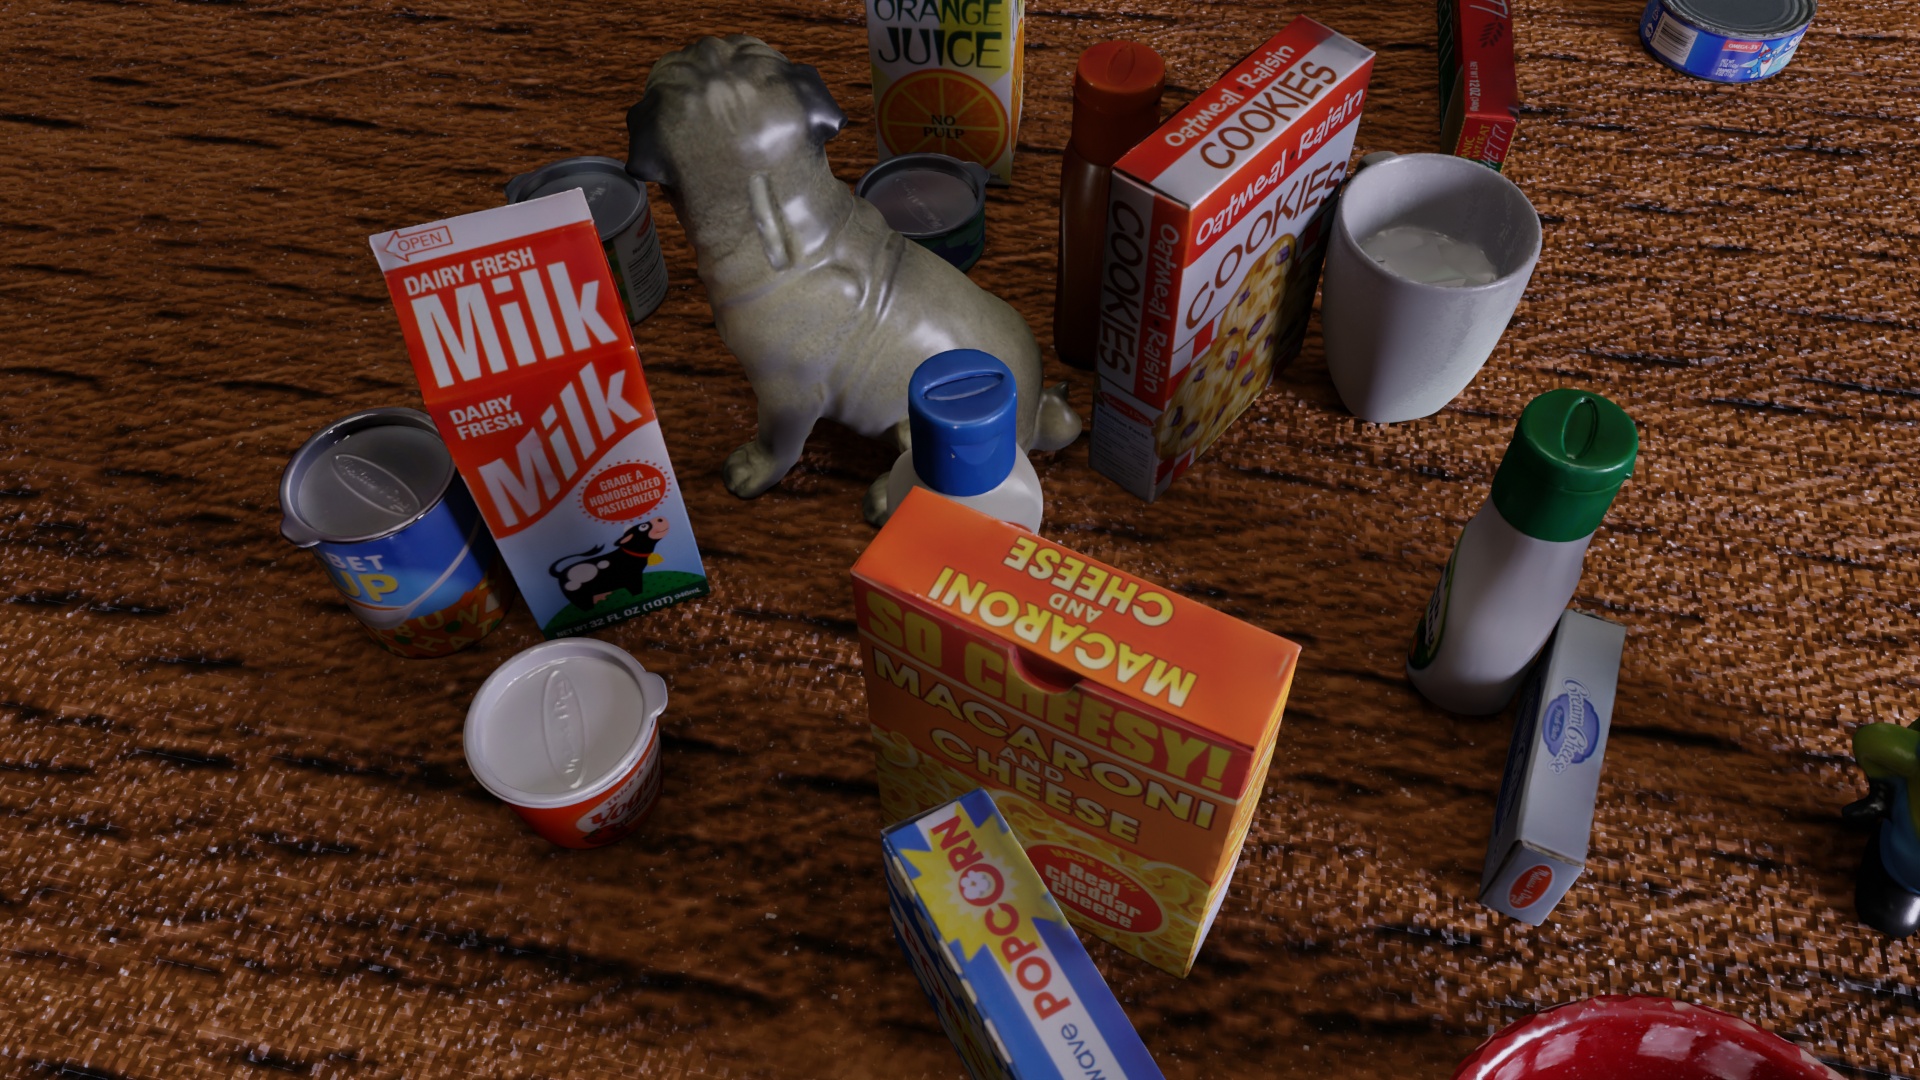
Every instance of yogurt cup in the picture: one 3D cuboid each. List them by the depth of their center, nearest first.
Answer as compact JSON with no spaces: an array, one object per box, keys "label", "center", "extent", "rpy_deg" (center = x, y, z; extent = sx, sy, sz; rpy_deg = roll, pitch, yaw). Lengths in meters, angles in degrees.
[{"label":"yogurt cup","center":[-0.141,0.078,0.511],"extent":[0.072,0.053,0.073],"rpy_deg":[-1,53,1]}]

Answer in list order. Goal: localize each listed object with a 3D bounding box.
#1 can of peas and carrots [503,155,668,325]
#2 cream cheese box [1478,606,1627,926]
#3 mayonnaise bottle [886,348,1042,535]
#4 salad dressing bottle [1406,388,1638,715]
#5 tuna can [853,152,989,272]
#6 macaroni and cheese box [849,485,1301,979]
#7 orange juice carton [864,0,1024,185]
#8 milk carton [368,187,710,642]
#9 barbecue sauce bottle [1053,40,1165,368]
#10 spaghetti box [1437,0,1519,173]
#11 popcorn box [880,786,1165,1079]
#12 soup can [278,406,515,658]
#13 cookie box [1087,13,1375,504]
[{"label":"can of peas and carrots","center":[-0.183,-0.144,0.678],"extent":[0.071,0.058,0.071],"rpy_deg":[-1,53,1]},{"label":"cream cheese box","center":[0.213,0.080,0.501],"extent":[0.024,0.053,0.104],"rpy_deg":[18,56,15]},{"label":"mayonnaise bottle","center":[0.002,-0.006,0.513],"extent":[0.065,0.147,0.041],"rpy_deg":[-14,54,-9]},{"label":"salad dressing bottle","center":[0.198,0.008,0.497],"extent":[0.044,0.146,0.064],"rpy_deg":[20,56,16]},{"label":"tuna can","center":[-0.018,-0.164,0.705],"extent":[0.071,0.032,0.071],"rpy_deg":[-1,53,1]},{"label":"macaroni and cheese box","center":[0.032,0.069,0.444],"extent":[0.124,0.165,0.040],"rpy_deg":[23,57,18]},{"label":"orange juice carton","center":[-0.006,-0.276,0.689],"extent":[0.072,0.191,0.073],"rpy_deg":[5,53,5]},{"label":"milk carton","center":[-0.153,-0.049,0.523],"extent":[0.072,0.189,0.074],"rpy_deg":[-17,55,-11]},{"label":"barbecue sauce bottle","center":[0.066,-0.148,0.618],"extent":[0.044,0.147,0.065],"rpy_deg":[12,54,10]},{"label":"spaghetti box","center":[0.290,-0.293,0.784],"extent":[0.029,0.050,0.251],"rpy_deg":[8,53,8]},{"label":"popcorn box","center":[0.021,0.151,0.432],"extent":[0.038,0.084,0.127],"rpy_deg":[-24,56,-16]},{"label":"soup can","center":[-0.223,0.000,0.554],"extent":[0.071,0.083,0.072],"rpy_deg":[-1,53,1]},{"label":"cookie box","center":[0.107,-0.112,0.578],"extent":[0.040,0.166,0.123],"rpy_deg":[34,61,24]}]
